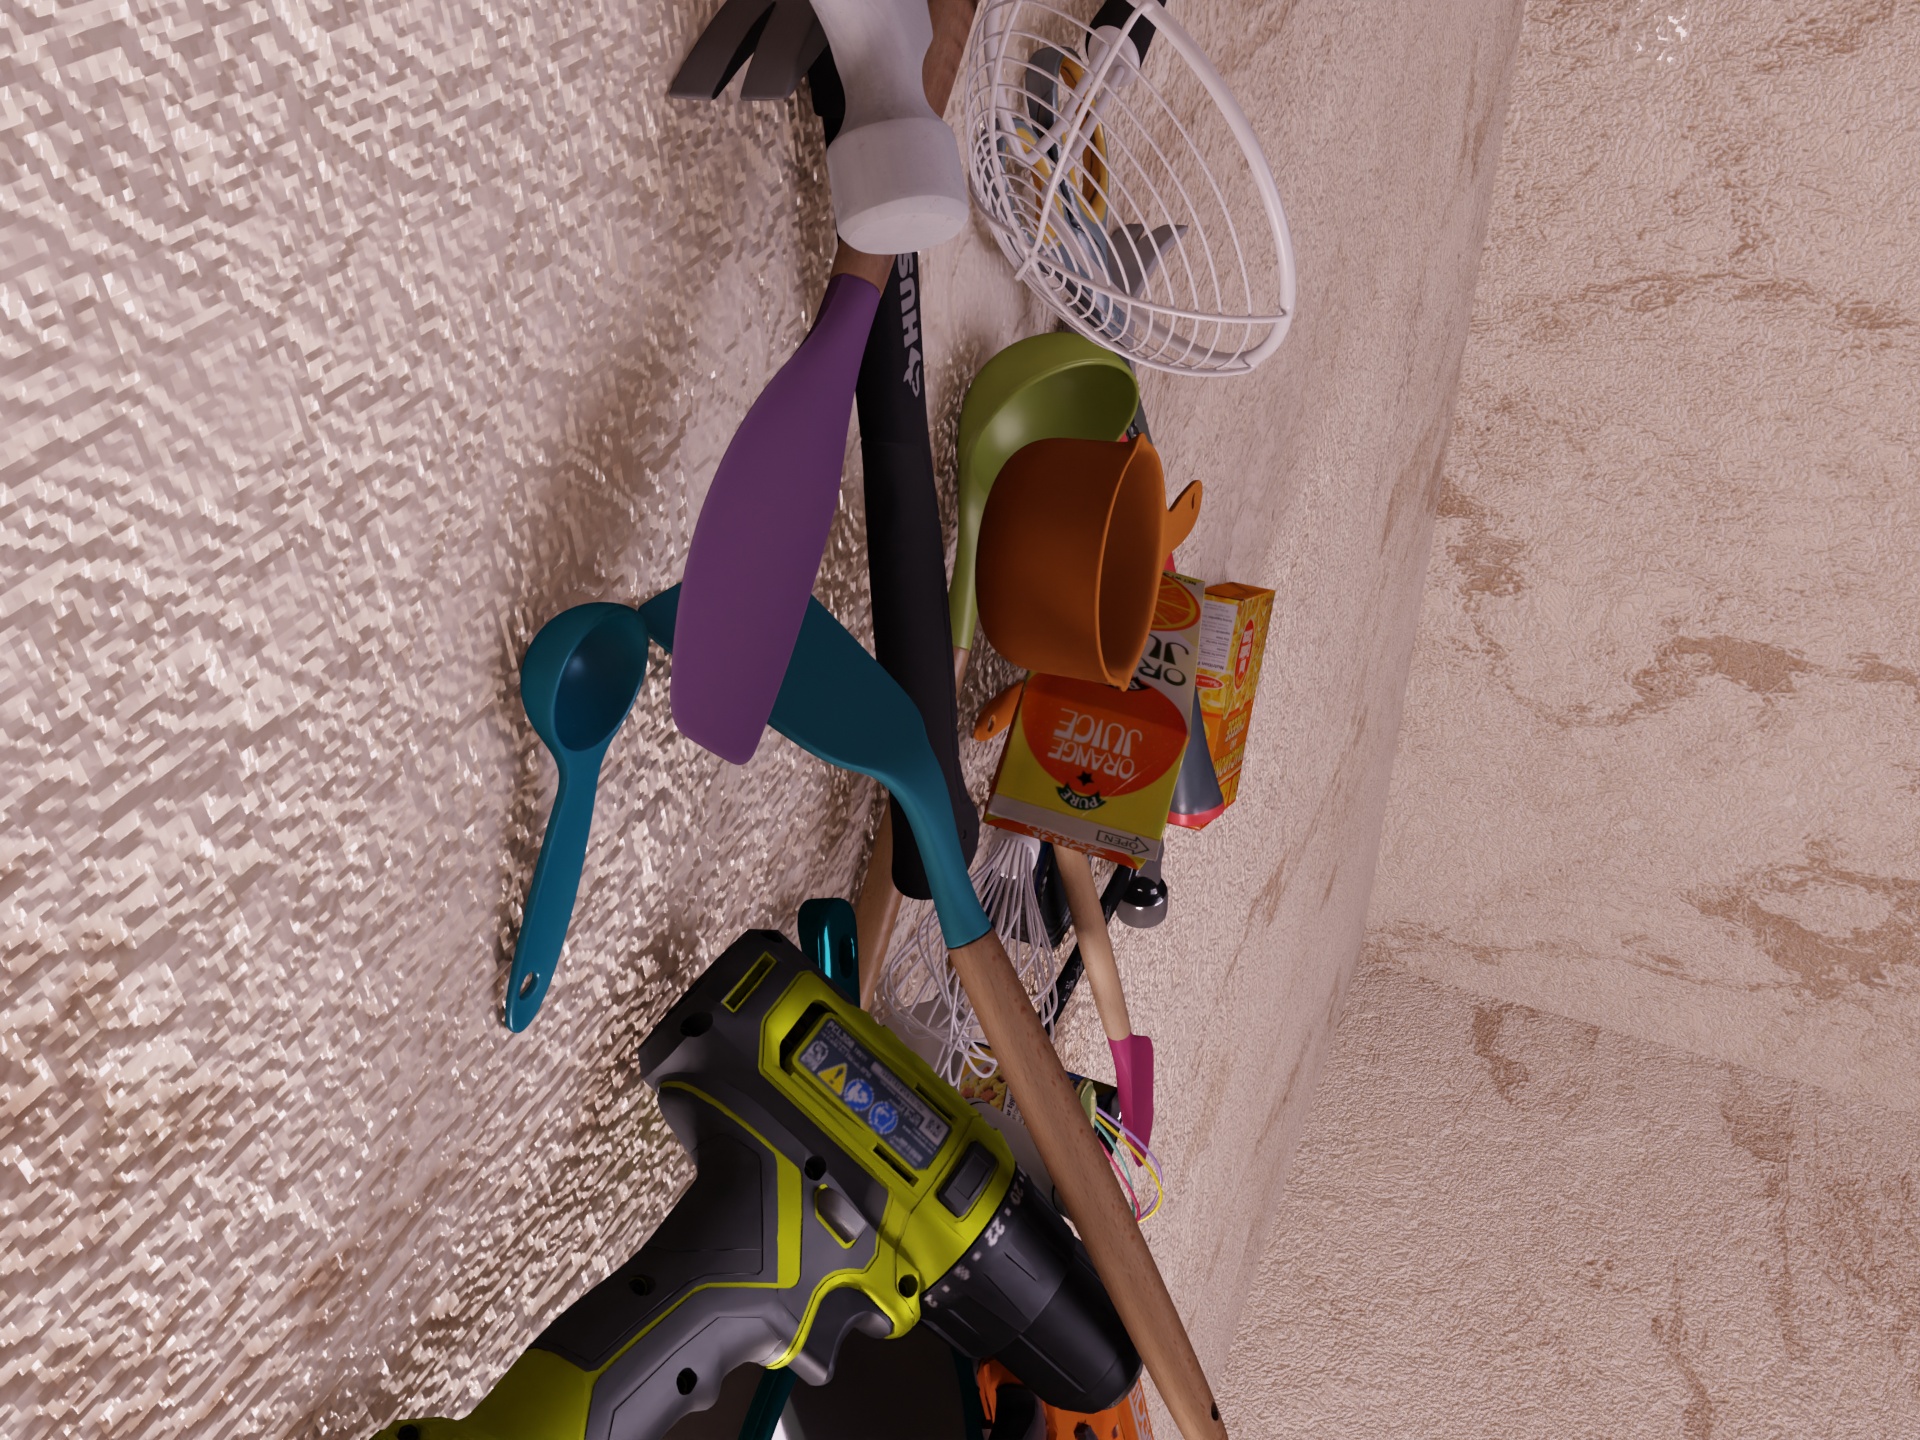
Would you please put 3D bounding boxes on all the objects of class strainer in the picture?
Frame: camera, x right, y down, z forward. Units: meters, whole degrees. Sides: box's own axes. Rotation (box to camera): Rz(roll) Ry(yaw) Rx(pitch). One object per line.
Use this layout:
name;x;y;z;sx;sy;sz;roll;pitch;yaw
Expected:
strainer;-0.072;0.238;0.588;0.211;0.095;0.340;6;80;-65
strainer;0.001;0.157;0.633;0.258;0.050;0.087;2;-105;69

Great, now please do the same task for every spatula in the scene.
spatula;-0.023;-0.142;0.434;0.059;0.018;0.316;44;60;-62
spatula;0.005;0.091;0.489;0.317;0.044;0.082;65;26;-6

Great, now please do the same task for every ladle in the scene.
ladle;-0.001;-0.002;0.647;0.078;0.062;0.320;14;93;-54

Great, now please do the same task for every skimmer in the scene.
skimmer;0.071;-0.226;0.546;0.127;0.090;0.364;56;29;-25

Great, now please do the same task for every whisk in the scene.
whisk;0.019;0.072;0.699;0.285;0.070;0.070;-65;162;-69
whisk;0.049;0.204;0.850;0.051;0.047;0.244;-58;133;-36

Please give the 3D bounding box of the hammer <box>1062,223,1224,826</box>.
hammer;0.112;-0.078;0.875;0.385;0.038;0.143;70;37;-48

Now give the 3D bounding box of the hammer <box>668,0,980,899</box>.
hammer;-0.023;-0.080;0.531;0.146;0.035;0.334;-50;144;-51

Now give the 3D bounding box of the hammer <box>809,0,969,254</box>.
hammer;-0.105;-0.182;0.233;0.405;0.035;0.144;-7;87;-65

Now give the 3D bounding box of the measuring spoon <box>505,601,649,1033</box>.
measuring spoon;-0.113;0.026;0.427;0.042;0.021;0.128;-29;138;-65

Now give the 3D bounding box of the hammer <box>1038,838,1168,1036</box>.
hammer;0.045;0.182;0.923;0.409;0.036;0.149;-54;150;-45

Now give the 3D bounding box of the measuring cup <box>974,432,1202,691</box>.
measuring cup;0.054;-0.073;0.616;0.174;0.052;0.095;-43;138;-62

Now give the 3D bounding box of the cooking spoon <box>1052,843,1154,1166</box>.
cooking spoon;0.085;0.160;0.896;0.318;0.017;0.069;73;27;-46

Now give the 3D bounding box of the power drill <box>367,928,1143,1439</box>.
power drill;-0.055;0.195;0.459;0.080;0.190;0.228;-43;-176;47

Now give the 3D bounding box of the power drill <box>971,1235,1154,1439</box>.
power drill;0.013;0.285;0.559;0.226;0.084;0.164;-44;123;-64

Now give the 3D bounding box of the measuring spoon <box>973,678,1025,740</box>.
measuring spoon;0.032;-0.009;0.793;0.117;0.011;0.021;-33;133;-62
